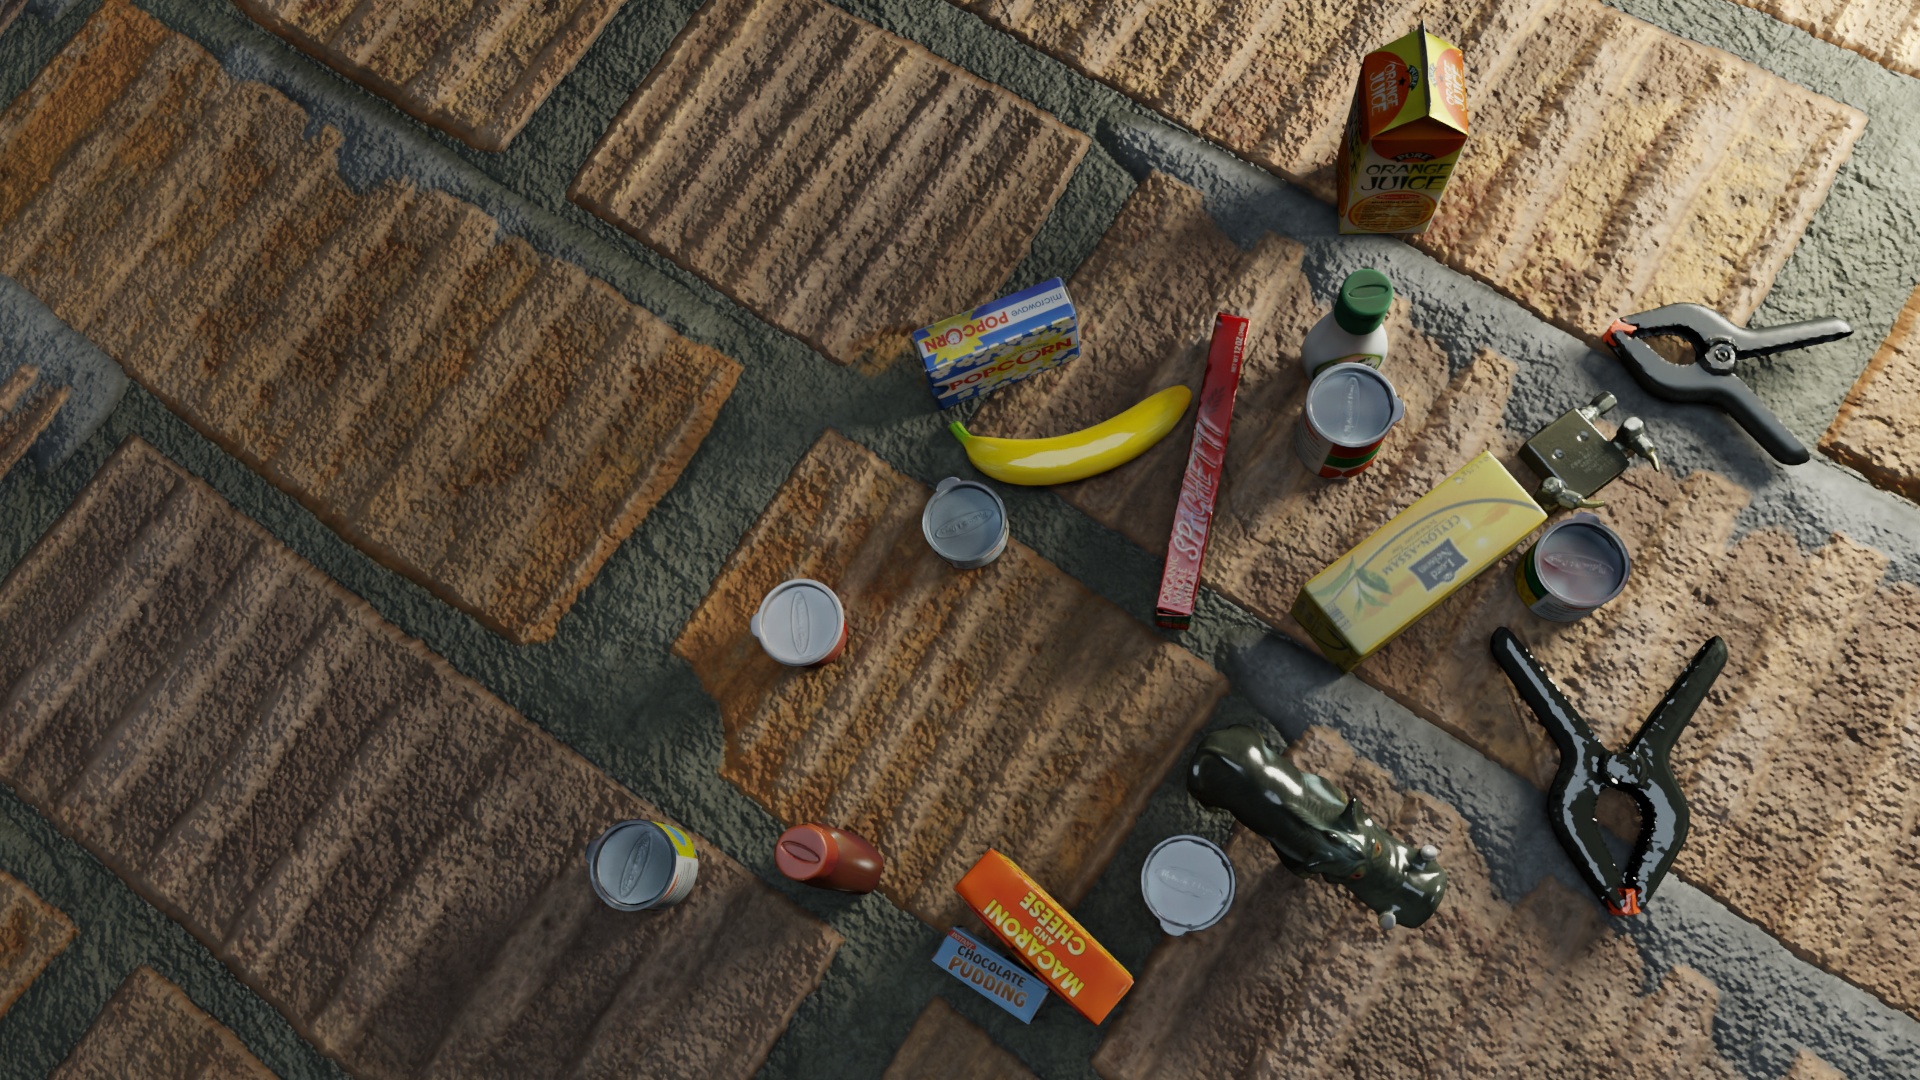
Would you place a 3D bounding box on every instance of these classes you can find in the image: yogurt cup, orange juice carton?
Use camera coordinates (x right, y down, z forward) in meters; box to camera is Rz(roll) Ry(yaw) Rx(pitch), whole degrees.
[{"bbox_3d":[-0.120,0.068,1.081,0.072,0.054,0.072,-2,74,6],"label":"yogurt cup"},{"bbox_3d":[0.338,-0.311,1.065,0.073,0.192,0.072,0,75,7],"label":"orange juice carton"}]

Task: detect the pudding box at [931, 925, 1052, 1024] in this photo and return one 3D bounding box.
[{"bbox_3d":[0.024,0.310,0.997,0.084,0.049,0.030,30,80,14],"label":"pudding box"}]

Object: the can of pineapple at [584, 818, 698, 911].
[{"bbox_3d":[-0.238,0.243,1.042,0.071,0.057,0.071,-2,74,6],"label":"can of pineapple"}]

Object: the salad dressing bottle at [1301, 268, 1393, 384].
[{"bbox_3d":[0.295,-0.157,1.049,0.064,0.147,0.044,-7,74,5],"label":"salad dressing bottle"}]

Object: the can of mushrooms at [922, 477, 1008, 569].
[{"bbox_3d":[0.004,-0.014,1.101,0.071,0.033,0.071,-2,74,6],"label":"can of mushrooms"}]

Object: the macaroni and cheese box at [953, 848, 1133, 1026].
[{"bbox_3d":[0.060,0.269,0.943,0.124,0.166,0.040,41,83,15],"label":"macaroni and cheese box"}]

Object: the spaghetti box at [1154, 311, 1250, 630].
[{"bbox_3d":[0.188,-0.054,1.082,0.029,0.050,0.250,11,76,10],"label":"spaghetti box"}]

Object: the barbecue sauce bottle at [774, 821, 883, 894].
[{"bbox_3d":[-0.097,0.224,0.984,0.065,0.148,0.044,22,78,12],"label":"barbecue sauce bottle"}]

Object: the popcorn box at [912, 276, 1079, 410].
[{"bbox_3d":[0.031,-0.156,1.112,0.127,0.085,0.038,-21,73,0],"label":"popcorn box"}]

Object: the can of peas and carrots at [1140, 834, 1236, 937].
[{"bbox_3d":[0.161,0.248,0.994,0.071,0.058,0.071,-2,74,6],"label":"can of peas and carrots"}]

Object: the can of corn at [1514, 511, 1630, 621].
[{"bbox_3d":[0.451,0.021,1.026,0.071,0.058,0.071,-2,74,6],"label":"can of corn"}]

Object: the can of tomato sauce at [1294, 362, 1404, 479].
[{"bbox_3d":[0.295,-0.090,1.063,0.071,0.083,0.071,-2,74,6],"label":"can of tomato sauce"}]
